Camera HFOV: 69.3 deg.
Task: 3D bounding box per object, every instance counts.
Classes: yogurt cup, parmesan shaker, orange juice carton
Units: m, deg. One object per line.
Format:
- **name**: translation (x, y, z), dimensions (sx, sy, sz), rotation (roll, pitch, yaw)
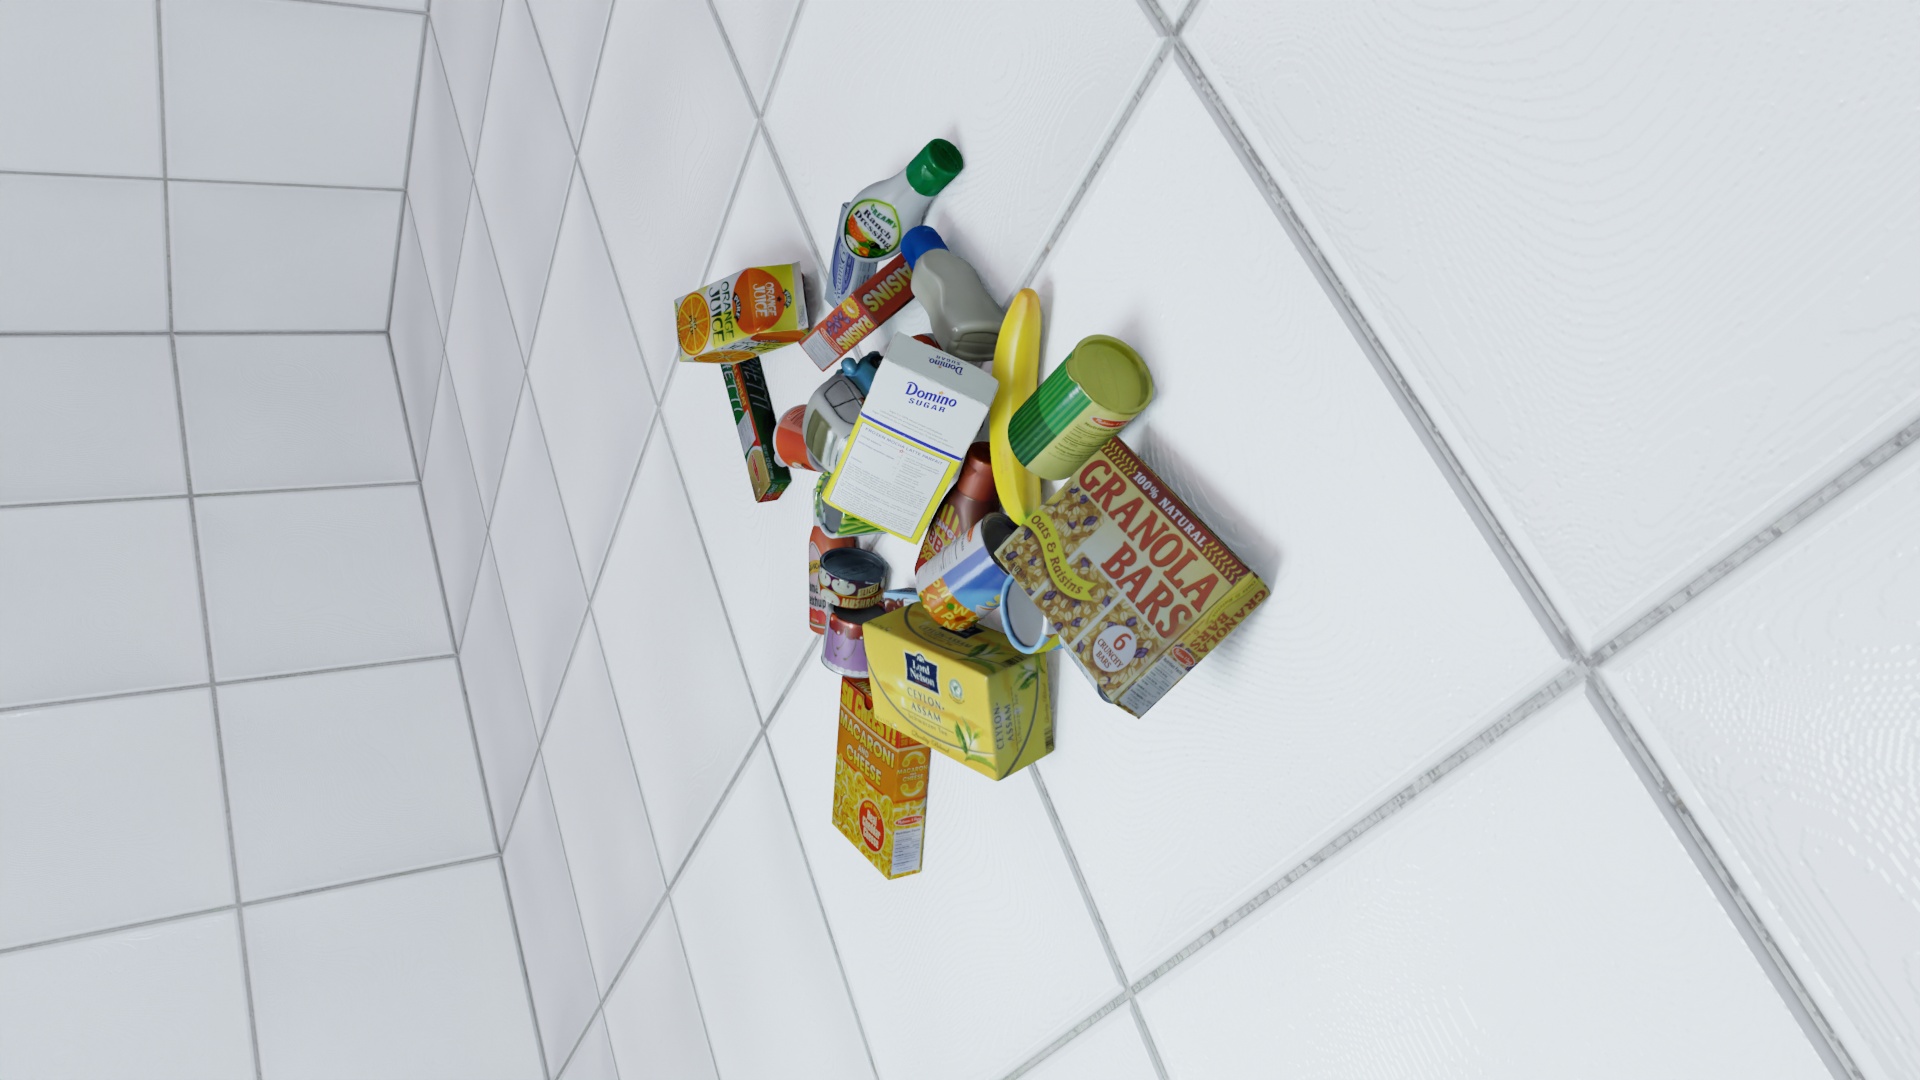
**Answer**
- **yogurt cup**: translation (-0.148, -0.100, 1.409), dimensions (0.054, 0.072, 0.072), rotation (22, 114, 47)
- **parmesan shaker**: translation (0.083, -0.096, 1.015), dimensions (0.102, 0.071, 0.071), rotation (-44, 57, 53)
- **orange juice carton**: translation (-0.224, -0.242, 1.486), dimensions (0.192, 0.073, 0.072), rotation (-9, 86, 47)

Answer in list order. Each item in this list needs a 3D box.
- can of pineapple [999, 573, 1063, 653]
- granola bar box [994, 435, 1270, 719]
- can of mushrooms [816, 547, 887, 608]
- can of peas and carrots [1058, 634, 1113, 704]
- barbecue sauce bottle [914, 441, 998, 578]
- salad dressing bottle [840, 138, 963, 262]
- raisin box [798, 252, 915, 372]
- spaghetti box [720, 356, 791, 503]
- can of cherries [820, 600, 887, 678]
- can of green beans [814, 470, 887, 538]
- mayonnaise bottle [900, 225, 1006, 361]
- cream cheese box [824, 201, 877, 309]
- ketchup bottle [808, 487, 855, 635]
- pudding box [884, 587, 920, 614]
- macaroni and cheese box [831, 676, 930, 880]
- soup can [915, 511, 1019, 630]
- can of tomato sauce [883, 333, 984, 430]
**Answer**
- **can of pineapple**: translation (0.070, 0.052, 1.072), dimensions (0.071, 0.058, 0.071), rotation (15, 107, 58)
- **granola bar box**: translation (0.113, 0.021, 0.953), dimensions (0.124, 0.039, 0.166), rotation (-44, 47, 7)
- **can of mushrooms**: translation (-0.105, 0.037, 1.353), dimensions (0.071, 0.071, 0.033), rotation (45, 132, 47)
- **can of peas and carrots**: translation (0.114, 0.072, 0.997), dimensions (0.059, 0.071, 0.070), rotation (53, 137, 42)
- **barbecue sauce bottle**: translation (0.004, -0.015, 1.185), dimensions (0.065, 0.044, 0.147), rotation (48, 133, 35)
- **salad dressing bottle**: translation (-0.052, -0.301, 1.230), dimensions (0.064, 0.044, 0.147), rotation (46, 141, -10)
- **raisin box**: translation (-0.086, -0.209, 1.262), dimensions (0.040, 0.086, 0.123), rotation (50, 148, -8)
- **spaghetti box**: translation (-0.243, -0.165, 1.588), dimensions (0.050, 0.029, 0.250), rotation (-44, 58, 53)
- **can of cherries**: translation (-0.098, 0.094, 1.354), dimensions (0.071, 0.072, 0.058), rotation (39, 126, 50)
- **can of green beans**: translation (-0.102, -0.037, 1.345), dimensions (0.071, 0.058, 0.071), rotation (14, 106, 58)
- **mayonnaise bottle**: translation (-0.009, -0.209, 1.165), dimensions (0.149, 0.065, 0.041), rotation (62, 140, 39)
- **cream cheese box**: translation (-0.103, -0.269, 1.346), dimensions (0.053, 0.024, 0.103), rotation (49, 134, 45)
- **ketchup bottle**: translation (-0.131, 0.020, 1.416), dimensions (0.065, 0.043, 0.148), rotation (11, 103, 58)
- **pudding box**: translation (-0.038, 0.070, 1.281), dimensions (0.083, 0.030, 0.049), rotation (0, 96, 59)
- **macaroni and cheese box**: translation (-0.079, 0.228, 1.364), dimensions (0.124, 0.040, 0.166), rotation (28, 118, 54)
- **soup can**: translation (0.016, 0.028, 1.131), dimensions (0.083, 0.071, 0.071), rotation (-38, 61, 33)
- **can of tomato sauce**: translation (-0.025, -0.128, 1.194), dimensions (0.070, 0.071, 0.083), rotation (-57, 47, 46)
